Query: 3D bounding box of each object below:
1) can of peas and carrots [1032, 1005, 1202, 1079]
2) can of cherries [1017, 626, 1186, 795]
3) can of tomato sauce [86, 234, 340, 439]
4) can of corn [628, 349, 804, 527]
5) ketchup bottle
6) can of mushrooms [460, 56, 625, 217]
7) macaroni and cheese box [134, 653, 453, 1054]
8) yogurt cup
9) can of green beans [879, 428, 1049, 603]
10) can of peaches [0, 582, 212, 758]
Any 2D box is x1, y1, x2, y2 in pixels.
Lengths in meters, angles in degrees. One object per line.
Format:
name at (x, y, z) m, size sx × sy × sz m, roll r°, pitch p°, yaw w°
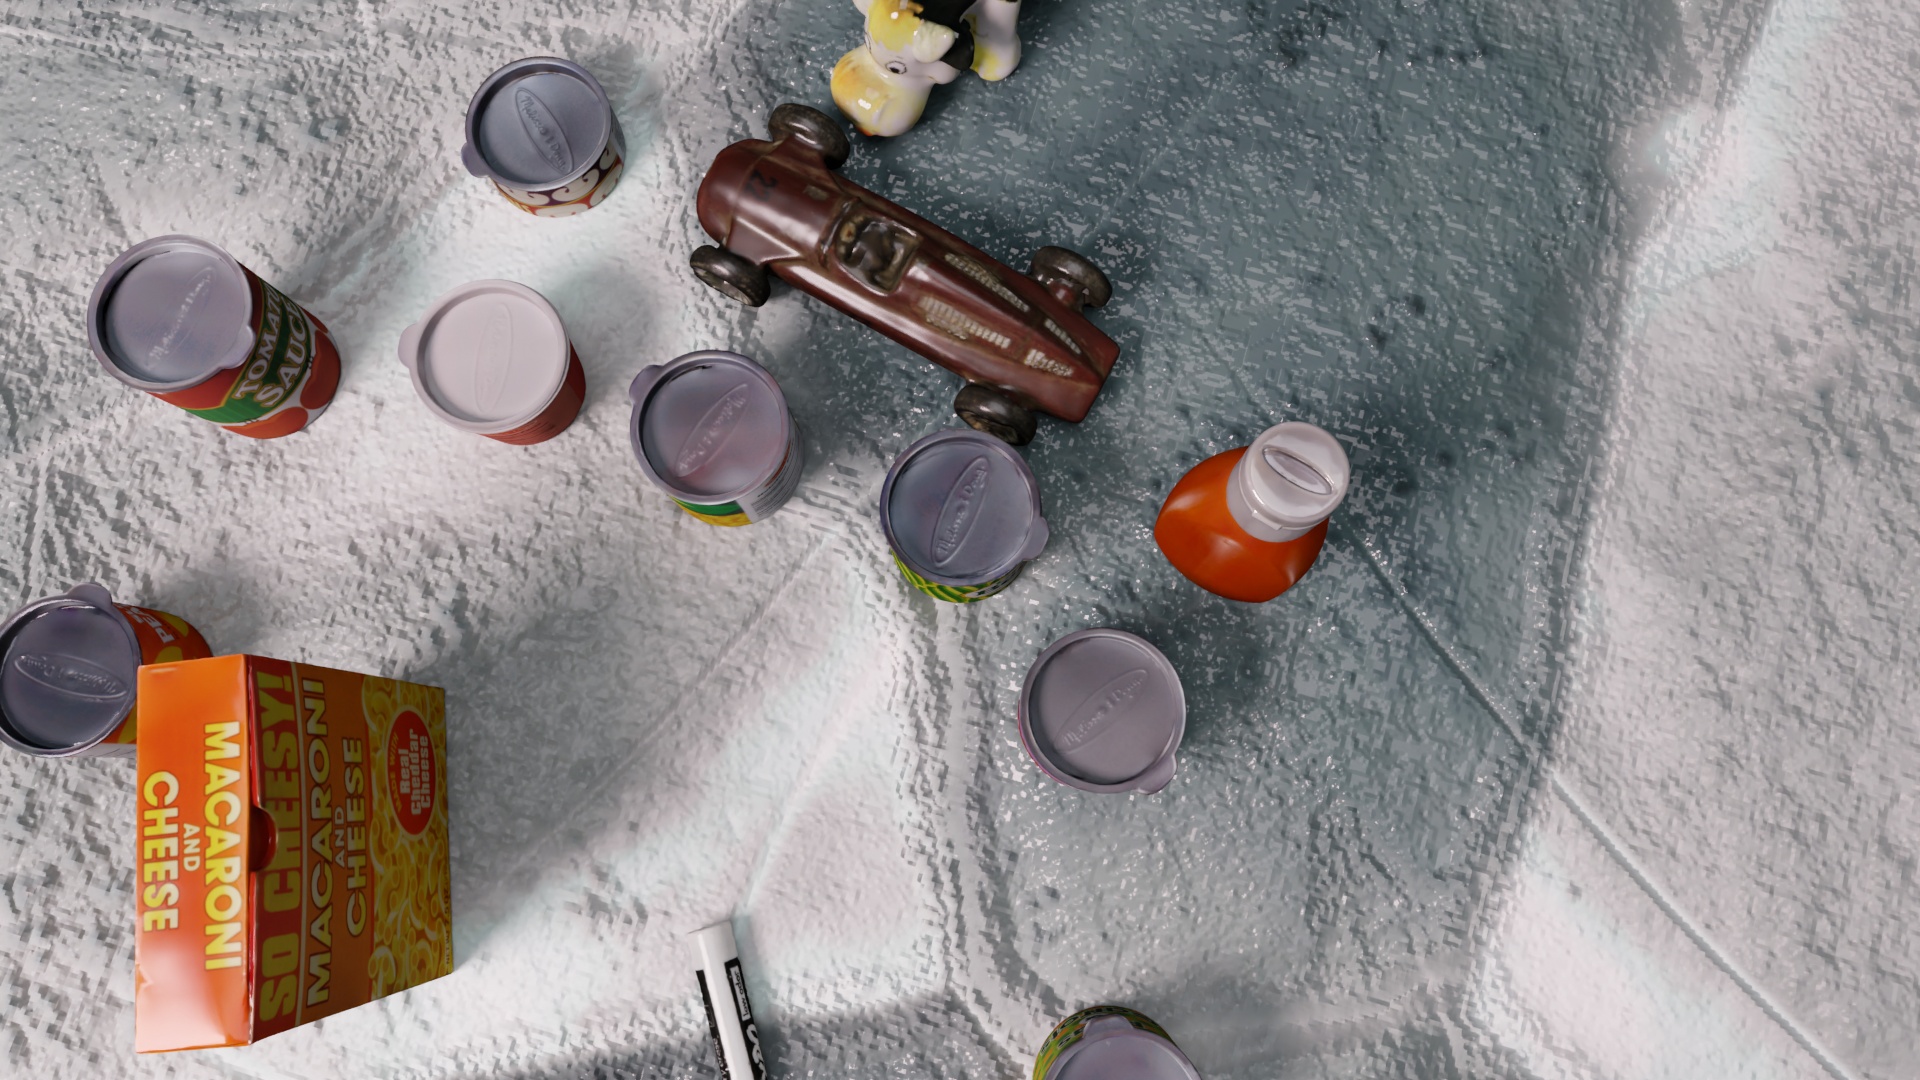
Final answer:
can of peas and carrots at (0.061, 0.220, 0.550) m, size 0.071 × 0.058 × 0.071 m, roll 0°, pitch 80°, yaw 0°
can of cherries at (0.058, 0.074, 0.577) m, size 0.071 × 0.058 × 0.071 m, roll 0°, pitch 80°, yaw 0°
can of tomato sauce at (-0.314, -0.084, 0.596) m, size 0.071 × 0.083 × 0.071 m, roll 0°, pitch 80°, yaw 0°
can of corn at (-0.105, -0.044, 0.600) m, size 0.071 × 0.058 × 0.071 m, roll 0°, pitch 80°, yaw 0°
ketchup bottle at (0.116, -0.010, 0.547) m, size 0.065 × 0.148 × 0.043 m, roll 31°, pitch 82°, yaw 6°
can of mushrooms at (-0.192, -0.184, 0.639) m, size 0.071 × 0.033 × 0.071 m, roll 0°, pitch 80°, yaw 0°
macaroni and cheese box at (-0.239, 0.111, 0.517) m, size 0.040 × 0.166 × 0.124 m, roll -6°, pitch 80°, yaw -1°
yogurt cup at (-0.198, -0.074, 0.608) m, size 0.072 × 0.054 × 0.072 m, roll 0°, pitch 80°, yaw 0°
can of green beans at (0.000, -0.009, 0.593) m, size 0.071 × 0.057 × 0.071 m, roll 0°, pitch 80°, yaw 0°
can of peaches at (-0.359, 0.056, 0.583) m, size 0.071 × 0.058 × 0.071 m, roll 0°, pitch 80°, yaw 0°
